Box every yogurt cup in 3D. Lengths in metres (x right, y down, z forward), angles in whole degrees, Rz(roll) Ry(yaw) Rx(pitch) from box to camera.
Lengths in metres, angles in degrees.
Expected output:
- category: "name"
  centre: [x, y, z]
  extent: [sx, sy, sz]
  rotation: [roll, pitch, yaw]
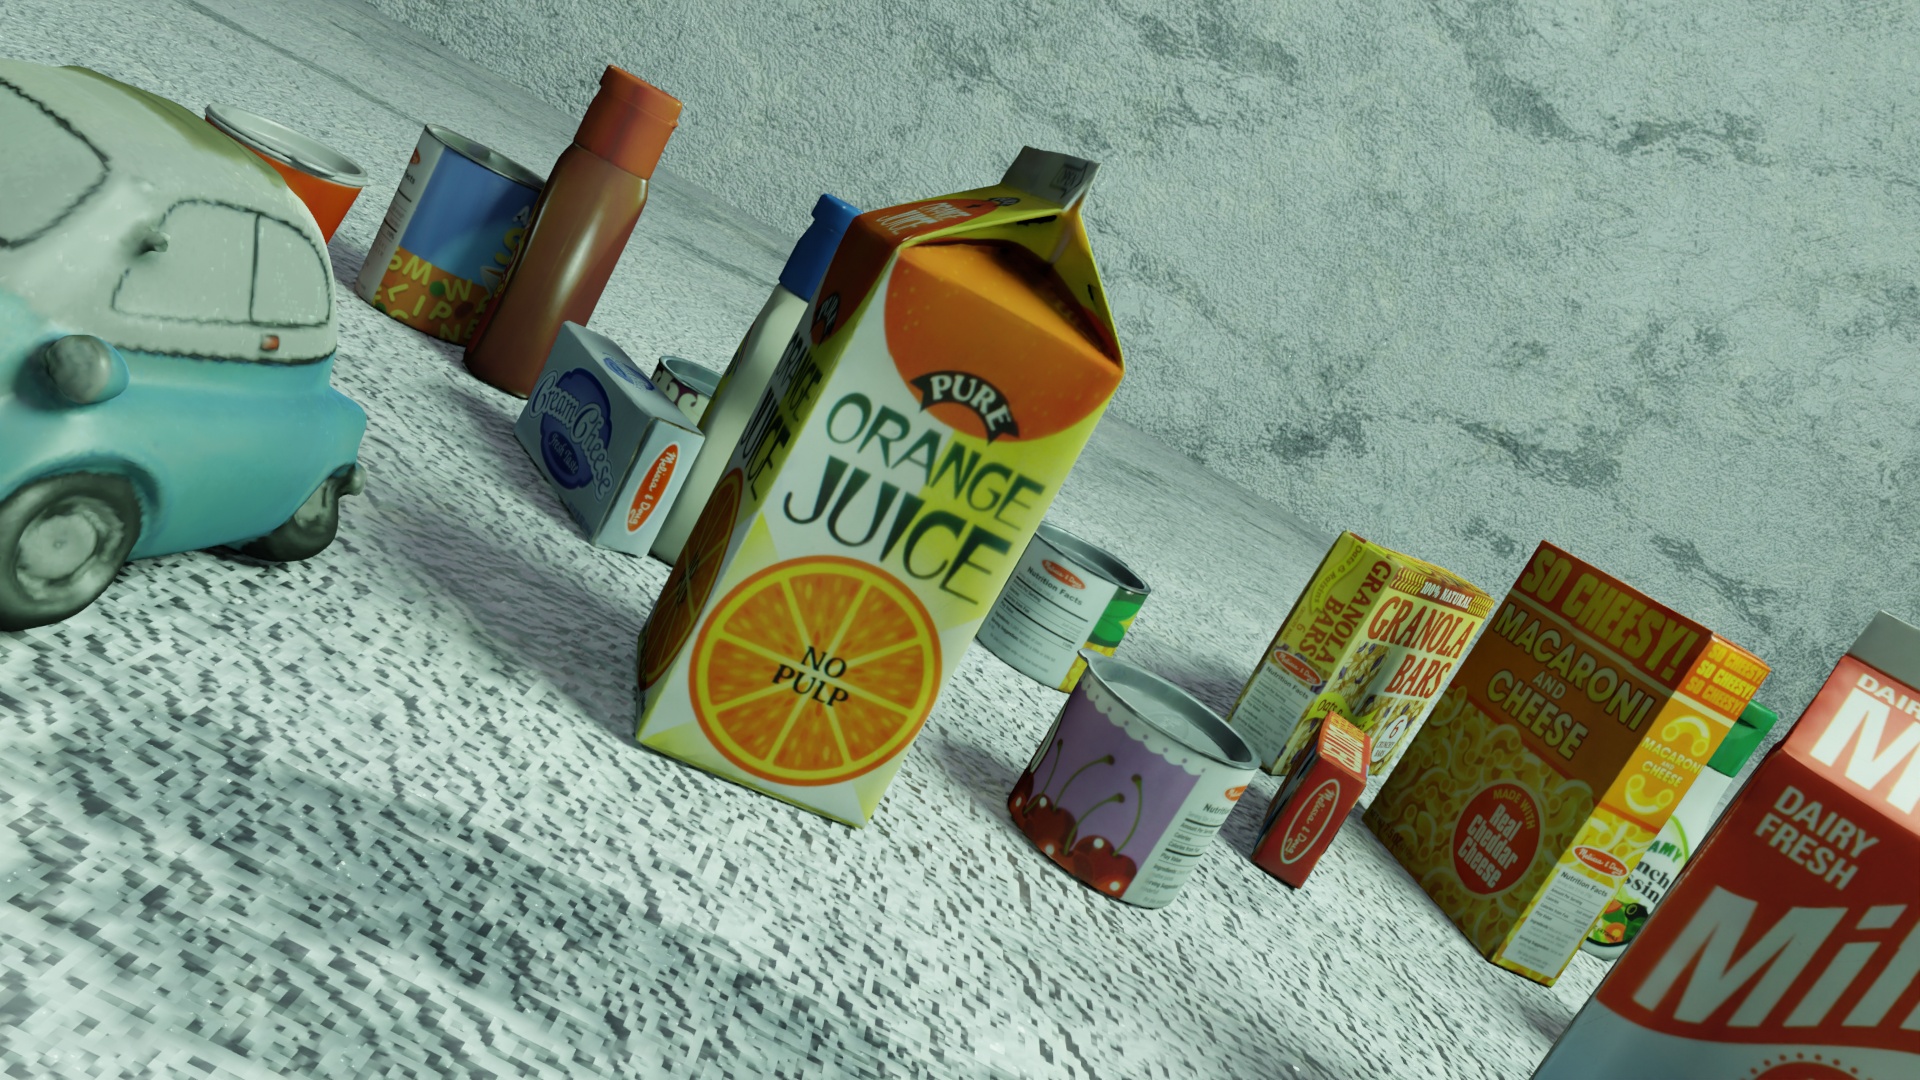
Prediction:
- category: "yogurt cup"
  centre: [-0.303, -0.152, 0.609]
  extent: [0.072, 0.054, 0.072]
  rotation: [28, 11, -6]

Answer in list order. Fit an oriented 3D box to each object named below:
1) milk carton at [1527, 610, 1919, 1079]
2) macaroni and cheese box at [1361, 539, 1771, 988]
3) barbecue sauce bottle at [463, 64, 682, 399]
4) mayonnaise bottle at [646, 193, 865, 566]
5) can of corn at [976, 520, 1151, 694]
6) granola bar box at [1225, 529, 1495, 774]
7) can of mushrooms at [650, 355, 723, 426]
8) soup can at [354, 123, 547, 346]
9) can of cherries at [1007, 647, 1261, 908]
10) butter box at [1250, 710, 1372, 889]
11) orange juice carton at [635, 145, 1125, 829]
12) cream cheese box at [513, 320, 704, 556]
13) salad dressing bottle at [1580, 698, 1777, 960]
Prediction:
- category: "milk carton"
  centre: [0.207, 0.115, 0.348]
  extent: [0.072, 0.190, 0.073]
  rotation: [35, 12, 29]
- category: "macaroni and cheese box"
  centre: [0.268, 0.096, 0.635]
  extent: [0.040, 0.166, 0.124]
  rotation: [26, 12, -18]
- category: "barbecue sauce bottle"
  centre: [-0.173, -0.138, 0.627]
  extent: [0.043, 0.148, 0.065]
  rotation: [27, 11, -14]
- category: "mayonnaise bottle"
  centre: [-0.071, -0.058, 0.531]
  extent: [0.041, 0.147, 0.065]
  rotation: [27, 11, -11]
- category: "can of corn"
  centre: [0.048, 0.031, 0.655]
  extent: [0.071, 0.058, 0.071]
  rotation: [28, 11, -6]
- category: "granola bar box"
  centre: [0.218, 0.066, 0.750]
  extent: [0.039, 0.124, 0.165]
  rotation: [37, 14, 34]
- category: "can of mushrooms"
  centre: [-0.127, -0.063, 0.702]
  extent: [0.071, 0.033, 0.071]
  rotation: [28, 11, -6]
- category: "soup can"
  centre: [-0.234, -0.142, 0.656]
  extent: [0.071, 0.083, 0.071]
  rotation: [28, 11, -6]
- category: "can of cherries"
  centre: [0.056, 0.079, 0.469]
  extent: [0.071, 0.058, 0.071]
  rotation: [28, 11, -6]
- category: "butter box"
  centre: [0.150, 0.107, 0.589]
  extent: [0.024, 0.053, 0.103]
  rotation: [32, 12, 14]
- category: "orange juice carton"
  centre: [-0.019, -0.024, 0.396]
  extent: [0.073, 0.192, 0.072]
  rotation: [25, 12, -20]
- category: "cream cheese box"
  centre: [-0.138, -0.041, 0.533]
  extent: [0.024, 0.053, 0.104]
  rotation: [20, 15, -41]
- category: "salad dressing bottle"
  centre: [0.348, 0.138, 0.694]
  extent: [0.064, 0.147, 0.044]
  rotation: [31, 11, 10]
